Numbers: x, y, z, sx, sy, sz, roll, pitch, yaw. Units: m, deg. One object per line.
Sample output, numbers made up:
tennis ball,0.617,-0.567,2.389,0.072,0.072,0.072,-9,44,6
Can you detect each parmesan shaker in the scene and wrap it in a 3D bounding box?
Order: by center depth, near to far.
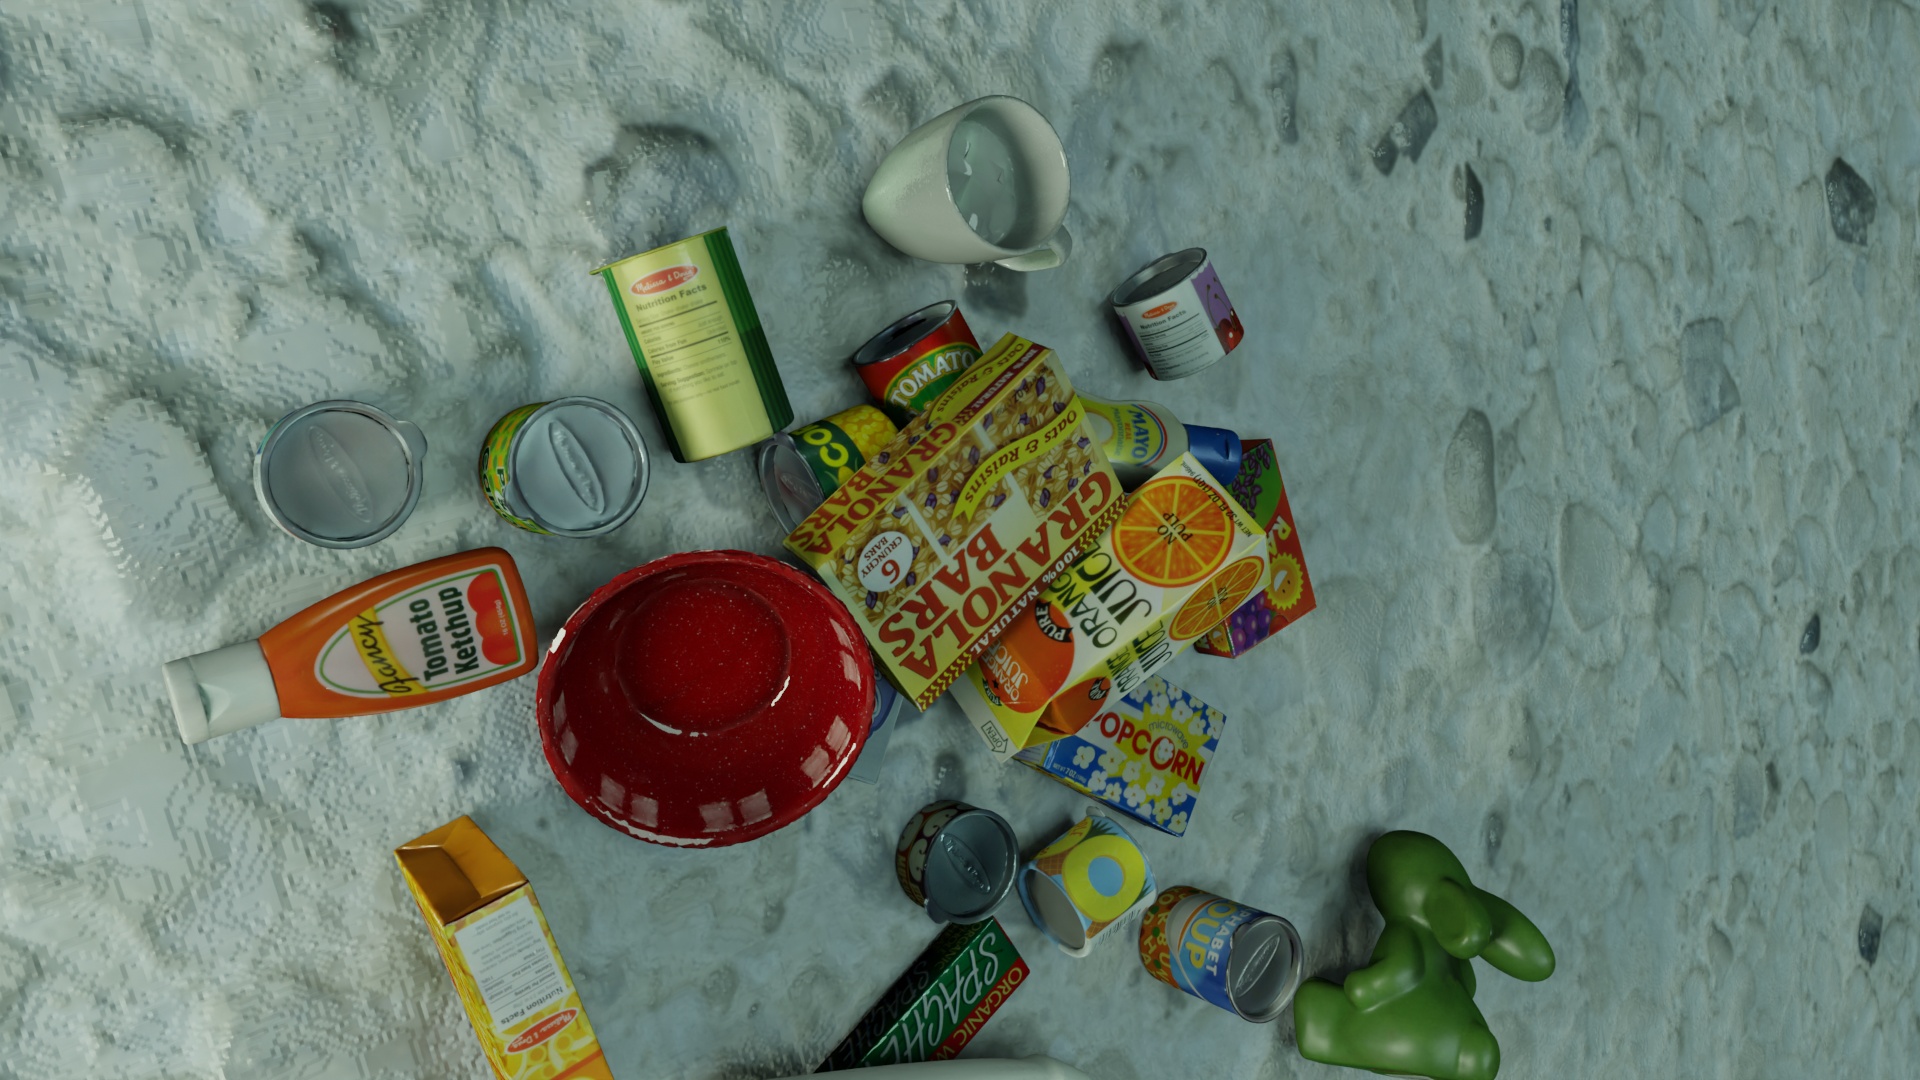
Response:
parmesan shaker,-0.133,-0.097,0.694,0.071,0.071,0.102,-27,107,-30

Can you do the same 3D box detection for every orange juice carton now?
orange juice carton,0.080,0.043,0.798,0.193,0.072,0.072,-37,152,-3

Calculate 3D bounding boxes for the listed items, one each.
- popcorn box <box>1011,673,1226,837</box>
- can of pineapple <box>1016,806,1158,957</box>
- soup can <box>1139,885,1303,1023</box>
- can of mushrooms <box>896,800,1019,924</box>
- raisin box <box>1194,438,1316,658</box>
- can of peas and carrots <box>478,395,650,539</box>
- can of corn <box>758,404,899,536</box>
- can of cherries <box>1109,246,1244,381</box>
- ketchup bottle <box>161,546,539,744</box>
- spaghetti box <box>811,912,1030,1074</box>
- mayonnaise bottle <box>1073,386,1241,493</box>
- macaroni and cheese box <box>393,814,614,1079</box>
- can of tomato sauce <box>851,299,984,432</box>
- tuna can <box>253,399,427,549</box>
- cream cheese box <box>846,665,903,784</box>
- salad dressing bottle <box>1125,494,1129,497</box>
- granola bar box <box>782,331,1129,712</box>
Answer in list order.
popcorn box,0.102,0.123,0.870,0.126,0.038,0.085,31,76,-30
can of pineapple,0.075,0.207,0.839,0.058,0.071,0.071,-29,107,-29
soup can,0.164,0.260,0.888,0.071,0.083,0.071,-1,92,-33
can of mushrooms,-0.003,0.187,0.806,0.071,0.033,0.071,-2,93,-34
raisin box,0.181,0.005,0.918,0.086,0.040,0.123,-27,107,-31
can of peas and carrots,-0.191,-0.033,0.660,0.071,0.058,0.071,-2,93,-33
can of corn,-0.065,-0.035,0.737,0.058,0.071,0.071,-26,106,-31
can of cherries,0.137,-0.142,0.869,0.072,0.071,0.058,-43,113,-25
ketchup bottle,-0.270,0.050,0.621,0.149,0.043,0.064,-17,101,-31
spaghetti box,-0.059,0.310,0.776,0.251,0.028,0.050,-42,114,-25
mayonnaise bottle,0.097,-0.058,0.838,0.148,0.041,0.065,6,71,-19
macaroni and cheese box,-0.196,0.218,0.626,0.040,0.123,0.166,-25,105,-27
can of tomato sauce,-0.011,-0.080,0.770,0.071,0.071,0.083,-41,113,-25
tuna can,-0.276,-0.031,0.620,0.071,0.033,0.071,-2,93,-33
cream cheese box,-0.058,0.078,0.772,0.053,0.024,0.104,24,79,-32
salad dressing bottle,0.049,-0.001,0.829,0.148,0.044,0.064,-8,103,-34
granola bar box,0.003,-0.009,0.730,0.166,0.039,0.123,-44,132,-14
